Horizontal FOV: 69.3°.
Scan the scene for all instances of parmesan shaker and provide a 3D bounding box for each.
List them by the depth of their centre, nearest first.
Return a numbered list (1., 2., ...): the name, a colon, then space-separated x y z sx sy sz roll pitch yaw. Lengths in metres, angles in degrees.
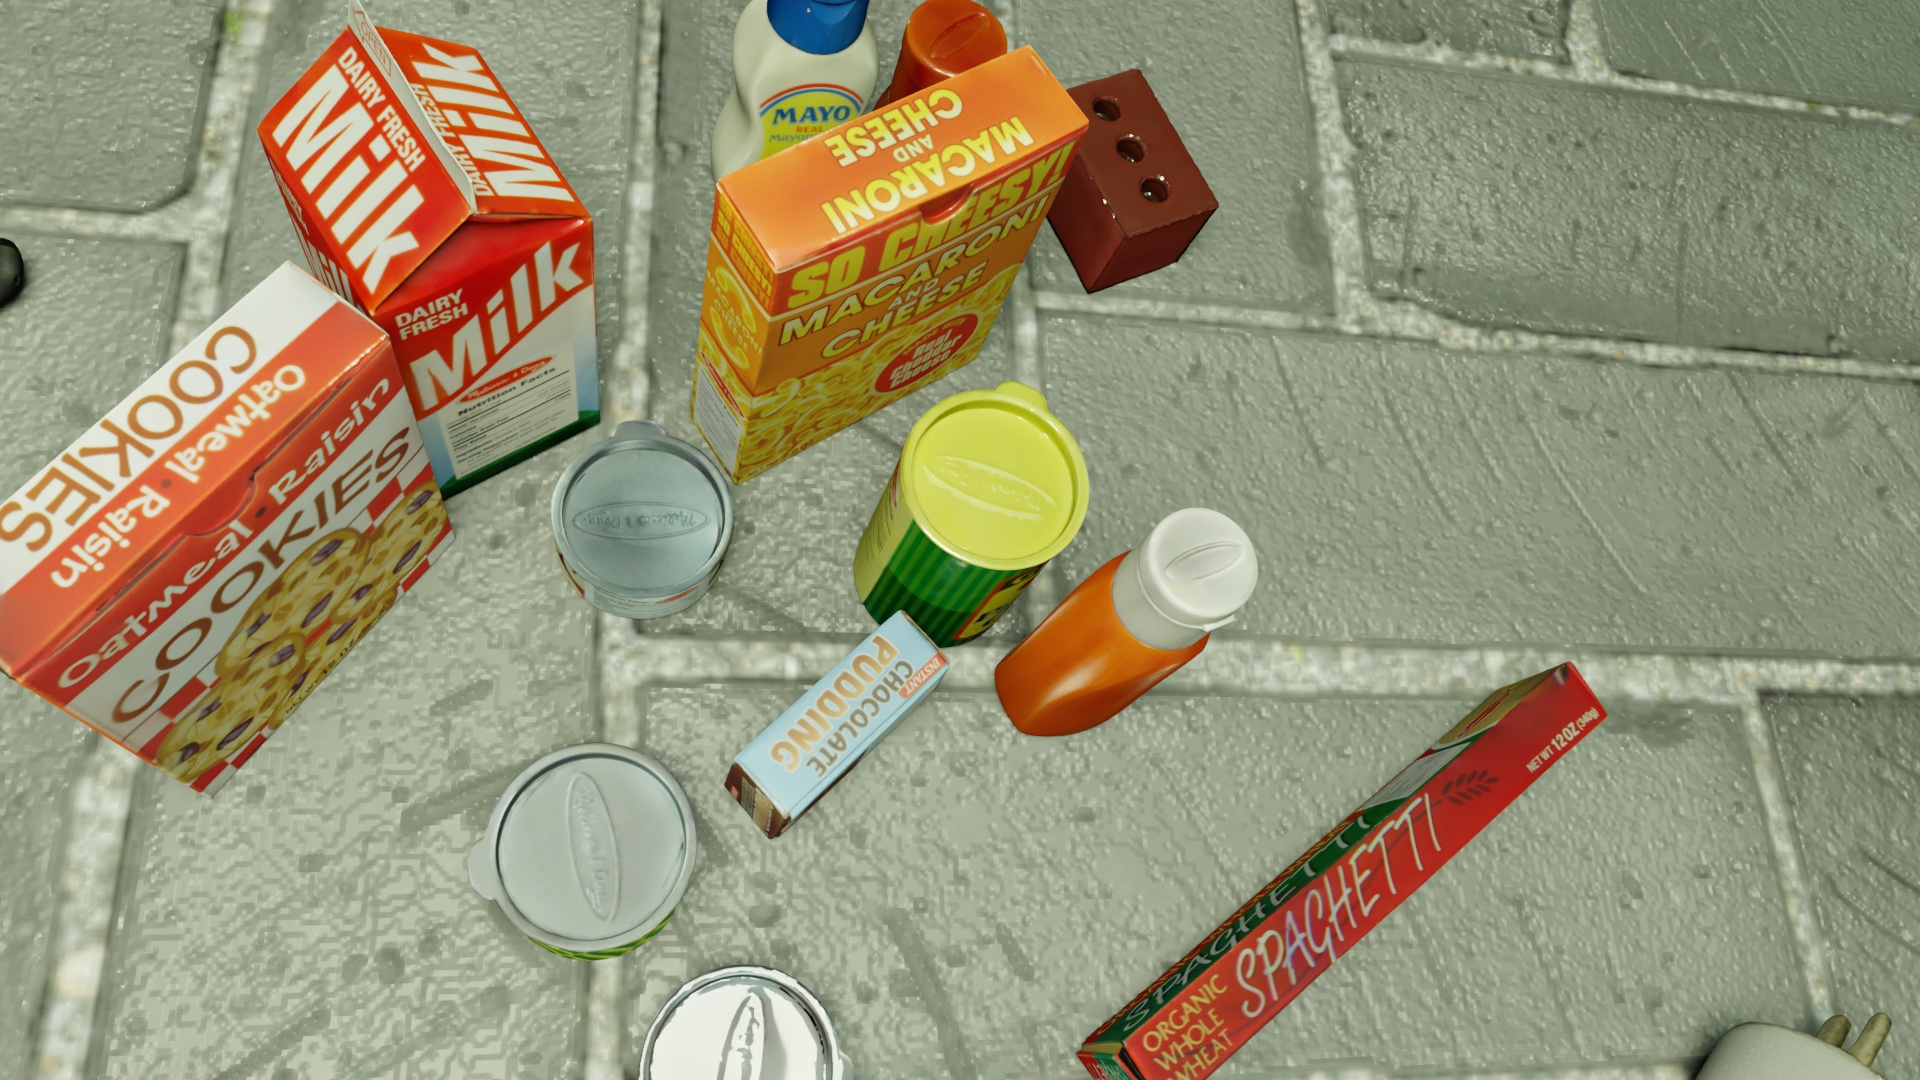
1. parmesan shaker: 0.002 -0.006 0.518 0.071 0.102 0.071 5 69 -12

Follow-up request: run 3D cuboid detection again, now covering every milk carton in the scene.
1. milk carton: -0.170 -0.090 0.460 0.074 0.189 0.072 -31 80 -22

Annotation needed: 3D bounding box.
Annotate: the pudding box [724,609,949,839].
1. pudding box: -0.045 0.068 0.508 0.030 0.049 0.084 46 66 5

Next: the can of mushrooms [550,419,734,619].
1. can of mushrooms: -0.120 -0.007 0.526 0.071 0.033 0.071 5 69 -12

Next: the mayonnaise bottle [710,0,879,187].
1. mayonnaise bottle: -0.062 -0.180 0.544 0.065 0.147 0.041 -7 72 -16

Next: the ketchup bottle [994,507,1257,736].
1. ketchup bottle: 0.059 0.032 0.493 0.065 0.148 0.043 -19 76 -19

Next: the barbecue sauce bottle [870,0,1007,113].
1. barbecue sauce bottle: -0.017 -0.147 0.542 0.044 0.148 0.065 45 67 5

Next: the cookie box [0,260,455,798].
1. cookie box: -0.218 0.006 0.424 0.040 0.166 0.123 36 66 1

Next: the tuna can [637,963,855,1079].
1. tuna can: -0.073 0.178 0.468 0.071 0.032 0.071 5 69 -12

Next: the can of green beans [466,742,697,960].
1. can of green beans: -0.124 0.106 0.469 0.071 0.057 0.071 5 69 -12

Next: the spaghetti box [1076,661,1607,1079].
1. spaghetti box: 0.150 0.128 0.533 0.251 0.050 0.029 -33 80 -22

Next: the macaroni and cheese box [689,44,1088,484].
1. macaroni and cheese box: -0.032 -0.093 0.508 0.124 0.165 0.040 -31 80 -22
